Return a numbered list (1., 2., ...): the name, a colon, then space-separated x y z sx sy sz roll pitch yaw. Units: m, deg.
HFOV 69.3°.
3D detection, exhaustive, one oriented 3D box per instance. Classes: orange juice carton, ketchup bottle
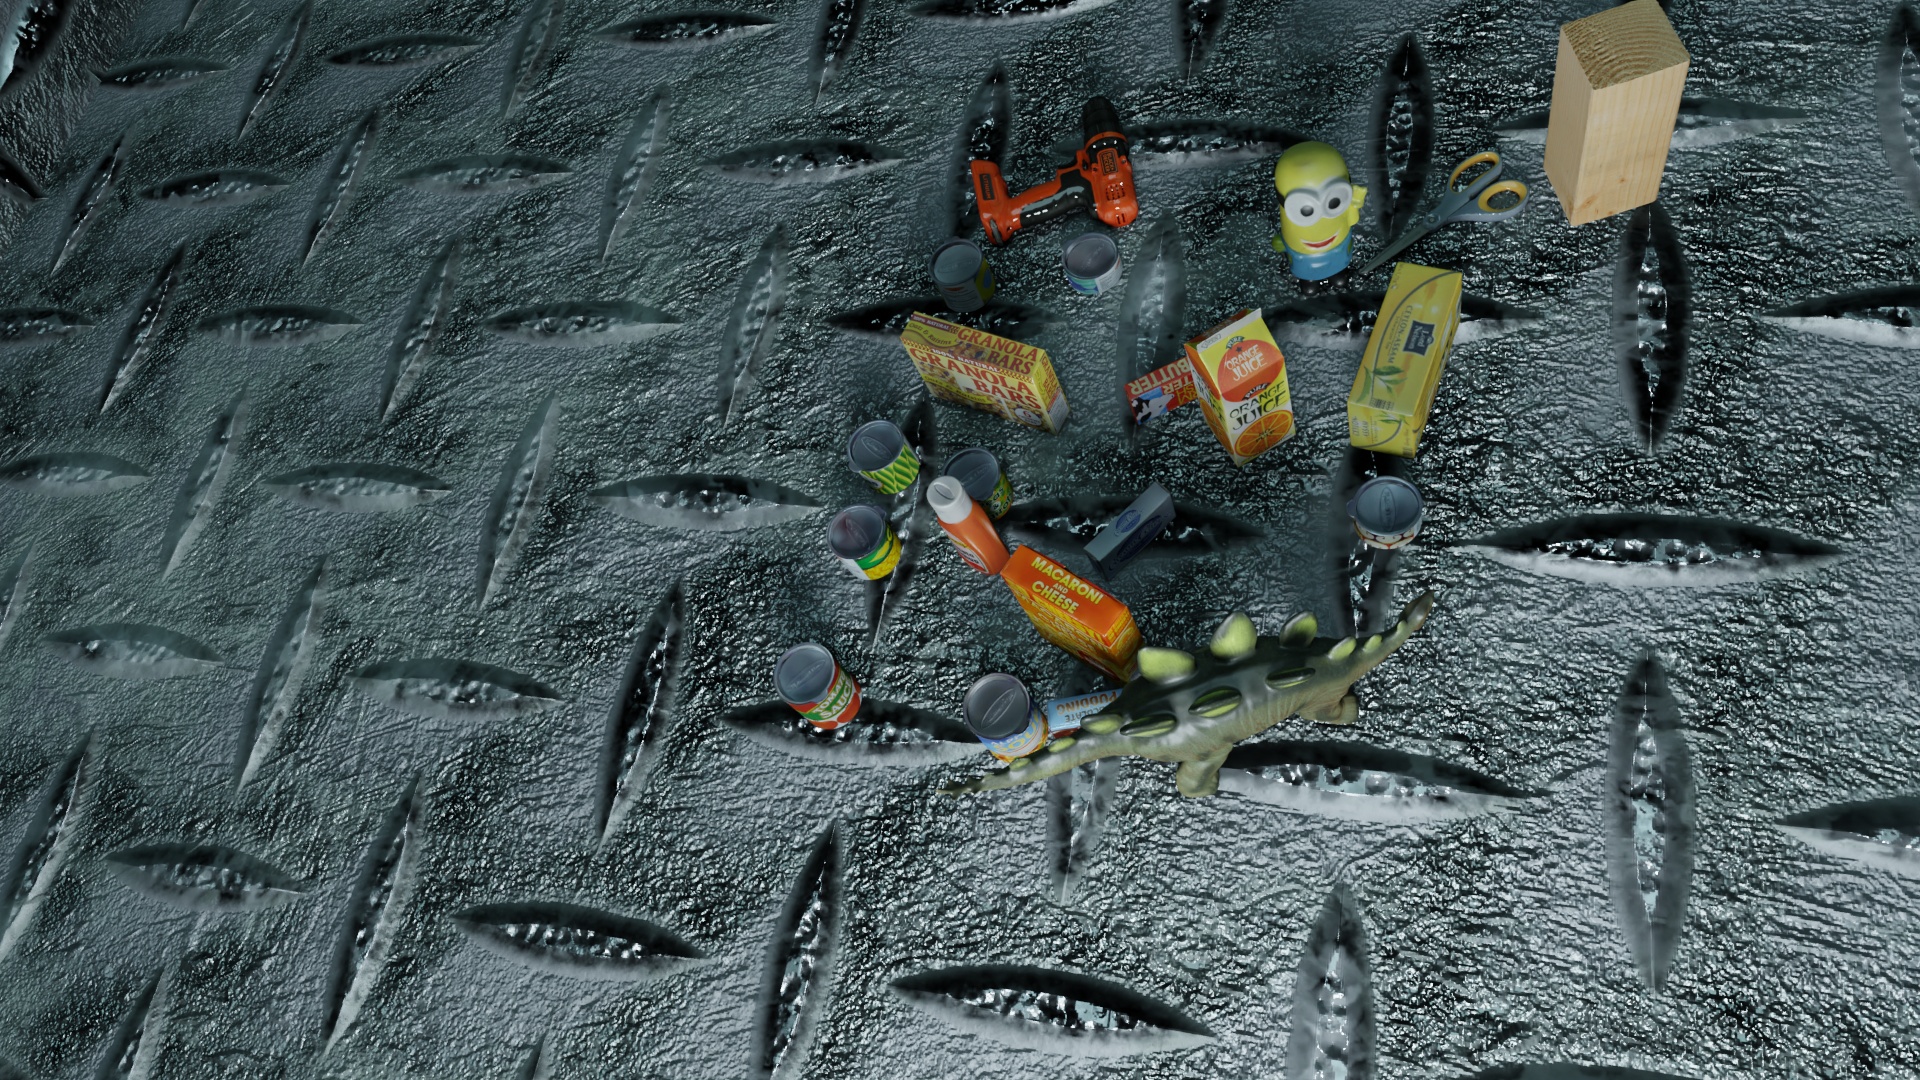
1. orange juice carton: 0.277 -0.159 1.377 0.072 0.192 0.073 -30 59 2
2. ketchup bottle: 0.005 -0.018 1.419 0.065 0.148 0.043 36 80 29

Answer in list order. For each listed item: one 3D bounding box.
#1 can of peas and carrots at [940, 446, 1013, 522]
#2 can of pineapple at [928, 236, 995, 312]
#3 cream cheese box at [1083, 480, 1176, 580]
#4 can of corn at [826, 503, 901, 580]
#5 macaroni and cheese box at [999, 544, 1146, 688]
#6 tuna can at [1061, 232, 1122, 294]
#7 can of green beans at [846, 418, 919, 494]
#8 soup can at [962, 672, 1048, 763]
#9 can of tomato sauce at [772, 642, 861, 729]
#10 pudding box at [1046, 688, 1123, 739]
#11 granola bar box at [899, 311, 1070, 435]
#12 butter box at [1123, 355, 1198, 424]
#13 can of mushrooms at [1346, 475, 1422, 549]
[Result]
1. can of peas and carrots: 0.020 -0.056 1.486 0.071 0.058 0.071 -7 62 14
2. can of pineapple: 0.003 -0.310 1.620 0.071 0.057 0.071 -7 62 14
3. cream cheese box: 0.174 -0.009 1.415 0.104 0.053 0.024 -43 60 -6
4. can of corn: -0.101 0.001 1.496 0.071 0.058 0.071 -7 62 14
5. macaroni and cheese box: 0.115 0.077 1.325 0.124 0.166 0.040 31 77 28
6. tuna can: 0.149 -0.318 1.592 0.071 0.032 0.071 -7 62 14
7. can of green beans: -0.085 -0.092 1.538 0.071 0.057 0.071 -7 62 14
8. soup can: 0.047 0.175 1.345 0.071 0.083 0.071 -7 62 15
9. can of tomato sauce: -0.144 0.151 1.420 0.071 0.083 0.071 -7 62 15
10. pudding box: 0.128 0.170 1.342 0.083 0.049 0.030 -11 62 12
11. granola bar box: 0.029 -0.182 1.508 0.166 0.124 0.039 21 73 26
12. butter box: 0.228 -0.165 1.477 0.103 0.053 0.024 -25 60 5
13. can of mushrooms: 0.415 -0.027 1.358 0.071 0.033 0.071 -7 62 14
